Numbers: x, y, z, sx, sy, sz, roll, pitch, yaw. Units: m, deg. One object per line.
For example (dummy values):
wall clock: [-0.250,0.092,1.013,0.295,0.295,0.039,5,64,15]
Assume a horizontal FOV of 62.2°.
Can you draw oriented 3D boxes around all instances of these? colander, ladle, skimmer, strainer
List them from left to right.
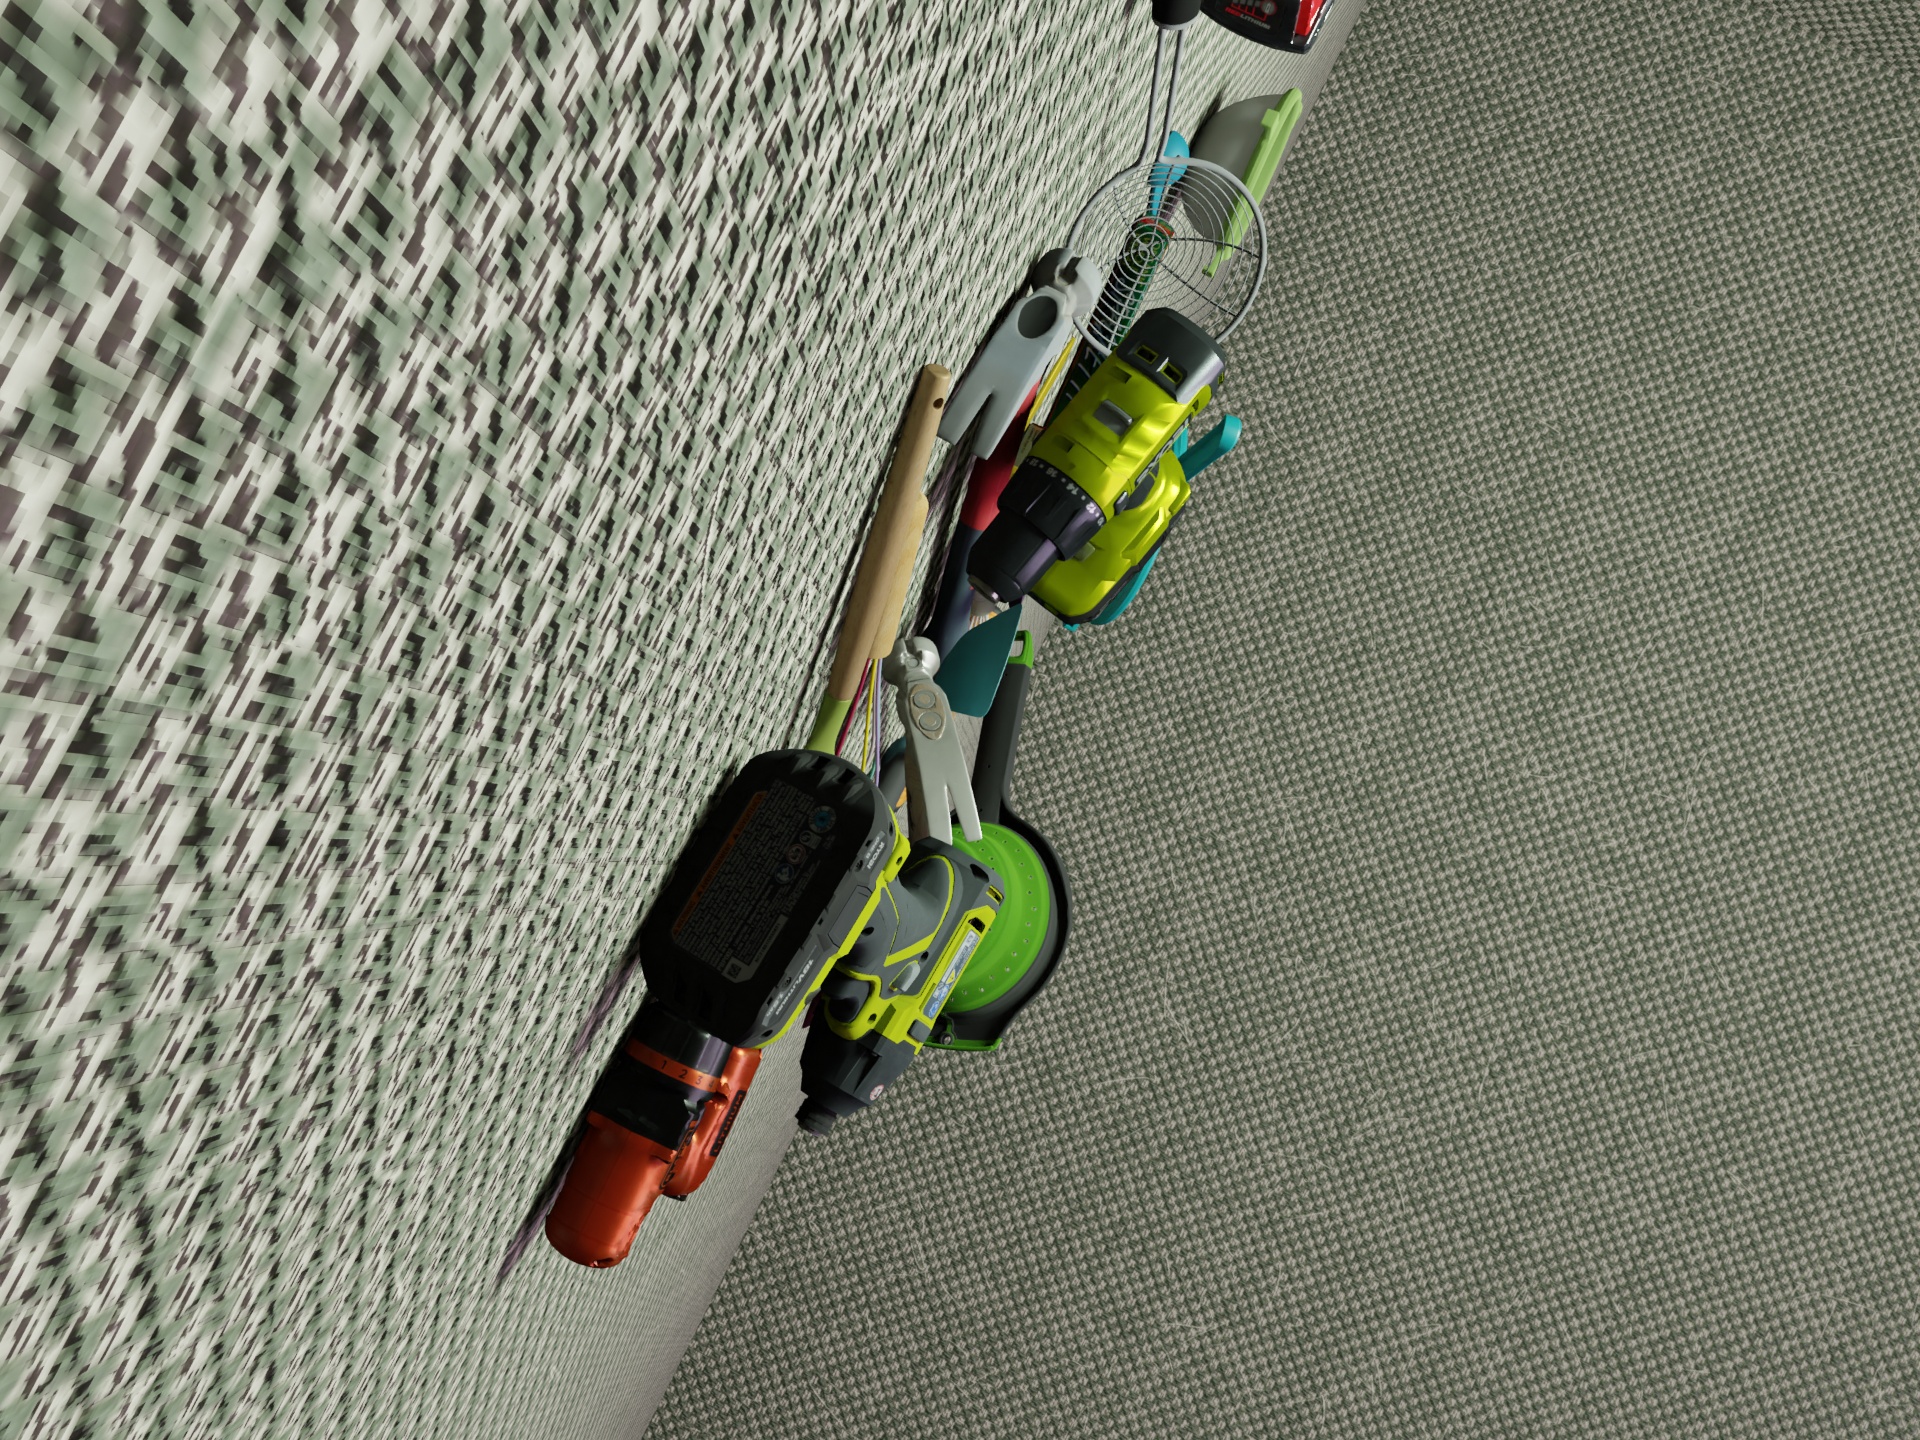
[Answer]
ladle: [-0.047,-0.028,0.800,0.078,0.062,0.320,-16,138,-40]
colander: [0.003,0.088,1.420,0.094,0.204,0.397,38,58,-54]
strainer: [0.131,-0.207,1.360,0.340,0.095,0.211,150,-44,-73]
skimmer: [0.116,-0.306,0.831,0.363,0.127,0.090,79,-4,-76]
strainer: [0.251,-0.512,1.412,0.256,0.069,0.151,-60,173,-47]

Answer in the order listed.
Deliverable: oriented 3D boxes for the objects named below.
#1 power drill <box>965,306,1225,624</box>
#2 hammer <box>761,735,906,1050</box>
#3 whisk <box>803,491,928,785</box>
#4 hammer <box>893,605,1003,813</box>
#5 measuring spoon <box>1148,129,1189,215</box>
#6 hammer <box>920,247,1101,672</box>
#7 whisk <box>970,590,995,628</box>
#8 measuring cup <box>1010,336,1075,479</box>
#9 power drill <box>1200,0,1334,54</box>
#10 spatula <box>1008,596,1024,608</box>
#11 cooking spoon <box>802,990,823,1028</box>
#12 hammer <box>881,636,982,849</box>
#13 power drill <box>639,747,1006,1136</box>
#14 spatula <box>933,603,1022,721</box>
power drill: [0.078,-0.135,0.985,0.190,0.080,0.228,-51,172,-4]
hammer: [-0.093,0.121,1.202,0.128,0.033,0.331,-44,-168,38]
whisk: [-0.055,-0.027,0.863,0.047,0.051,0.244,-90,-167,-47]
hammer: [-0.048,0.045,1.415,0.337,0.034,0.127,-63,177,-1]
measuring spoon: [0.161,-0.413,1.226,0.042,0.021,0.128,-63,175,-1]
hammer: [0.005,-0.119,1.005,0.143,0.038,0.386,-60,175,-27]
whisk: [0.013,-0.085,1.207,0.059,0.058,0.246,-61,174,-26]
measuring cup: [0.054,-0.200,1.146,0.156,0.029,0.062,-61,177,11]
power drill: [0.171,-0.438,0.842,0.143,0.078,0.219,-64,173,13]
spatula: [0.040,-0.110,1.277,0.316,0.018,0.060,-155,-102,-87]
cooking spoon: [-0.109,0.197,1.182,0.069,0.017,0.319,-33,-177,-16]
hammer: [-0.023,0.115,1.148,0.410,0.038,0.146,93,-15,-57]
power drill: [-0.063,0.119,0.803,0.171,0.080,0.223,-59,154,-11]
spatula: [-0.002,-0.004,1.176,0.317,0.044,0.082,105,3,-73]
